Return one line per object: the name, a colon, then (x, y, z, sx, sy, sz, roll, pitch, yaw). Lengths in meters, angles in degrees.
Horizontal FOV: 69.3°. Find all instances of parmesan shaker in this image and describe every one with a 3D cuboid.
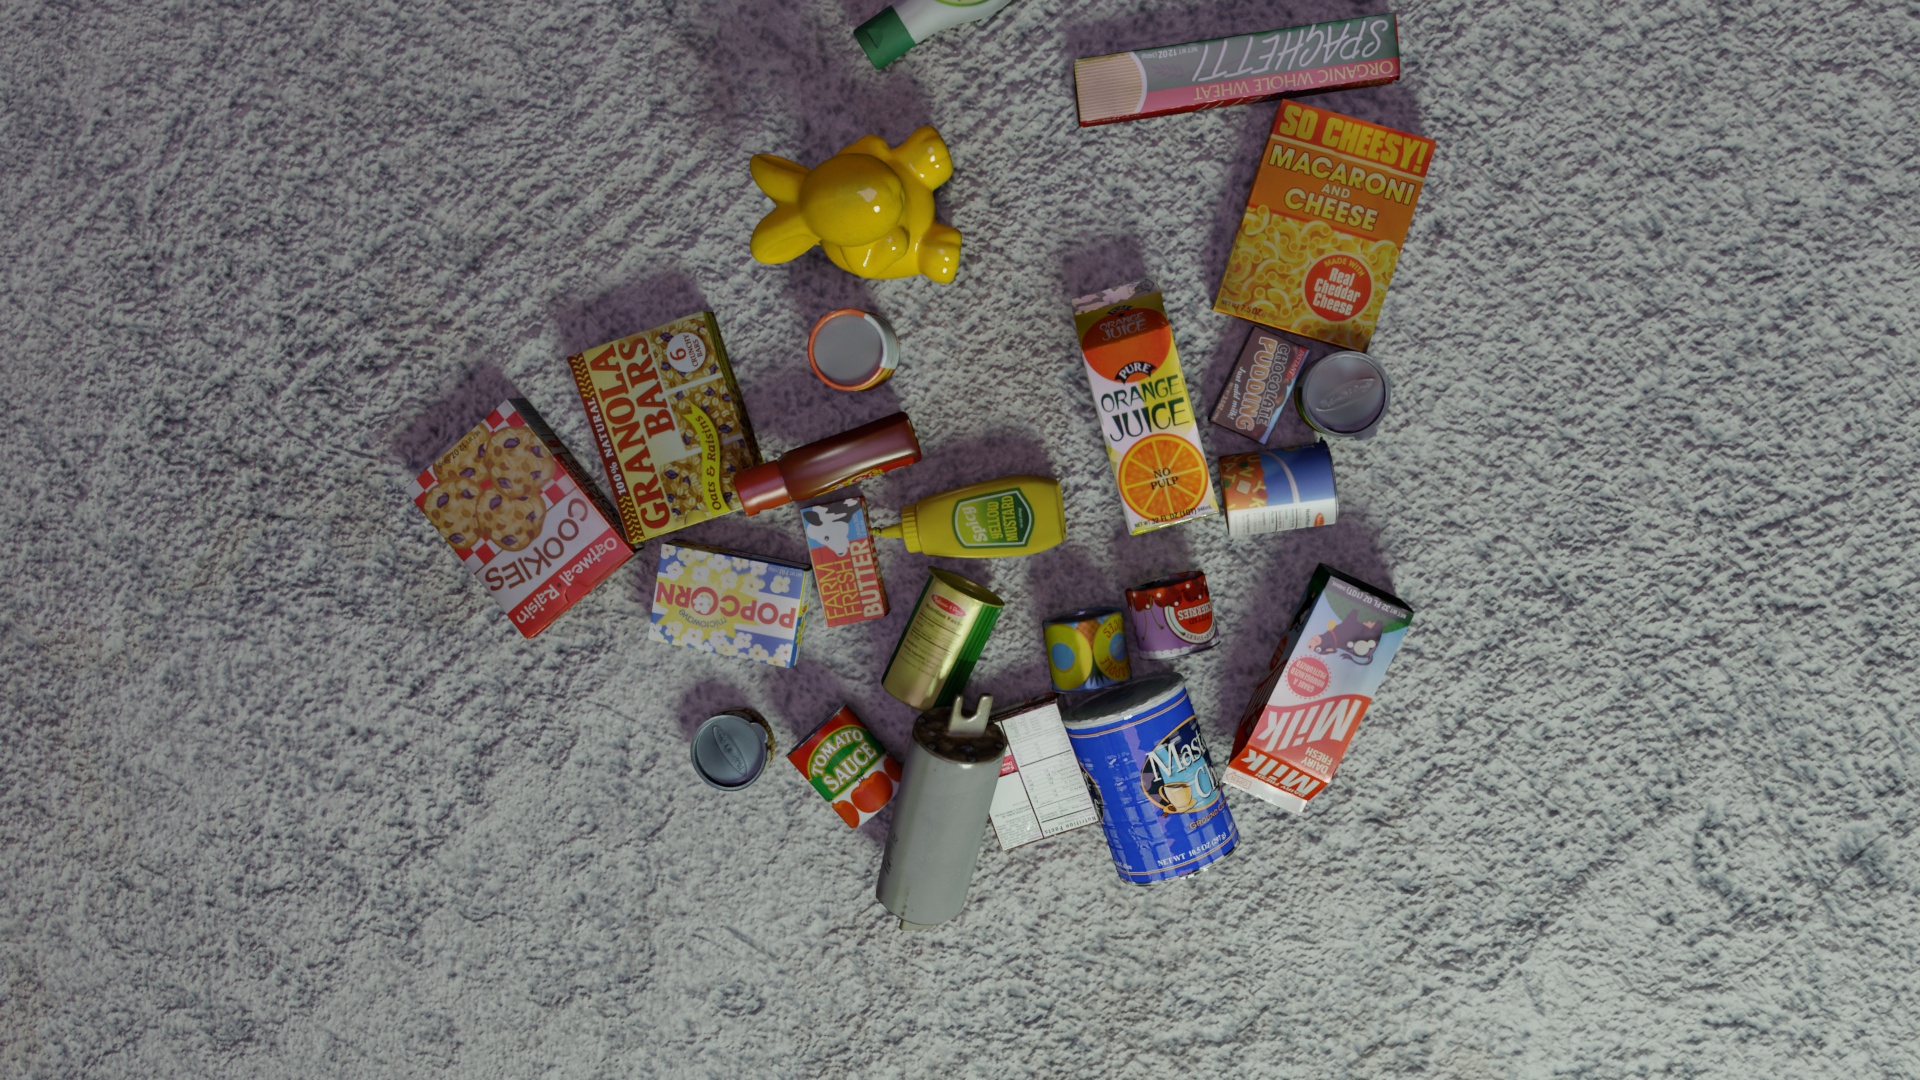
parmesan shaker: (-0.017, 0.082, 1.135, 0.071, 0.071, 0.103, 26, 99, 4)

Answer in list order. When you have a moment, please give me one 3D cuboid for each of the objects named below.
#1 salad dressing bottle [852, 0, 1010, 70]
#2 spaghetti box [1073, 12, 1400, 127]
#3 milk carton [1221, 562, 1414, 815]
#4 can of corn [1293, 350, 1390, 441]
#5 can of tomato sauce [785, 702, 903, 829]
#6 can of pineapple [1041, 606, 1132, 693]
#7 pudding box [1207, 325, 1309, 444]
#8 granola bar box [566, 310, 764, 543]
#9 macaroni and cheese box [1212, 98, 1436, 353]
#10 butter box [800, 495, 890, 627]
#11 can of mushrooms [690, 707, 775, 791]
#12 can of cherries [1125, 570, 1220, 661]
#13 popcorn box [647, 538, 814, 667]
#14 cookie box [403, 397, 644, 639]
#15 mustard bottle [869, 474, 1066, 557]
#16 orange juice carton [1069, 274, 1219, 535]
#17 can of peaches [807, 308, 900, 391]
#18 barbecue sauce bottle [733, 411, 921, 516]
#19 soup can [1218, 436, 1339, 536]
salad dressing bottle: (-0.014, -0.427, 1.094, 0.147, 0.044, 0.064, -32, 92, 9)
spaghetti box: (0.214, -0.365, 1.080, 0.250, 0.029, 0.050, -6, 96, 8)
milk carton: (0.278, 0.121, 1.098, 0.072, 0.073, 0.190, 24, 98, 4)
can of corn: (0.297, -0.111, 1.080, 0.071, 0.058, 0.071, 1, 96, 7)
can of tomato sauce: (-0.093, 0.187, 1.151, 0.071, 0.071, 0.083, -42, 90, 9)
can of pineapple: (0.103, 0.087, 1.119, 0.071, 0.071, 0.058, -9, 94, 8)
pudding box: (0.236, -0.123, 1.101, 0.050, 0.030, 0.083, 25, 98, 3)
granola bar box: (-0.241, -0.094, 1.157, 0.124, 0.039, 0.165, -17, 93, 8)
macaroni and cheese box: (0.280, -0.242, 1.079, 0.124, 0.040, 0.166, 18, 98, 5)
butter box: (-0.096, 0.017, 1.158, 0.053, 0.024, 0.103, -12, 94, 9)
can of mushrooms: (-0.191, 0.176, 1.181, 0.071, 0.033, 0.071, 1, 95, 7)
can of cherries: (0.171, 0.059, 1.107, 0.071, 0.071, 0.058, -12, 93, 8)
popcorn box: (-0.192, 0.052, 1.166, 0.127, 0.038, 0.085, 11, 97, 6)
cookie box: (-0.369, -0.018, 1.179, 0.123, 0.040, 0.167, -39, 90, 9)
mustard bottle: (0.004, -0.014, 1.130, 0.160, 0.049, 0.065, -8, 93, 7)
orange juice carton: (0.144, -0.106, 1.092, 0.072, 0.073, 0.192, -15, 93, 9)
can of peaches: (-0.088, -0.153, 1.123, 0.071, 0.058, 0.071, 1, 96, 6)
barbecue sauce bottle: (-0.107, -0.061, 1.118, 0.149, 0.065, 0.043, -19, 94, -4)
soup can: (0.248, -0.042, 1.091, 0.084, 0.071, 0.071, -7, 95, 8)
